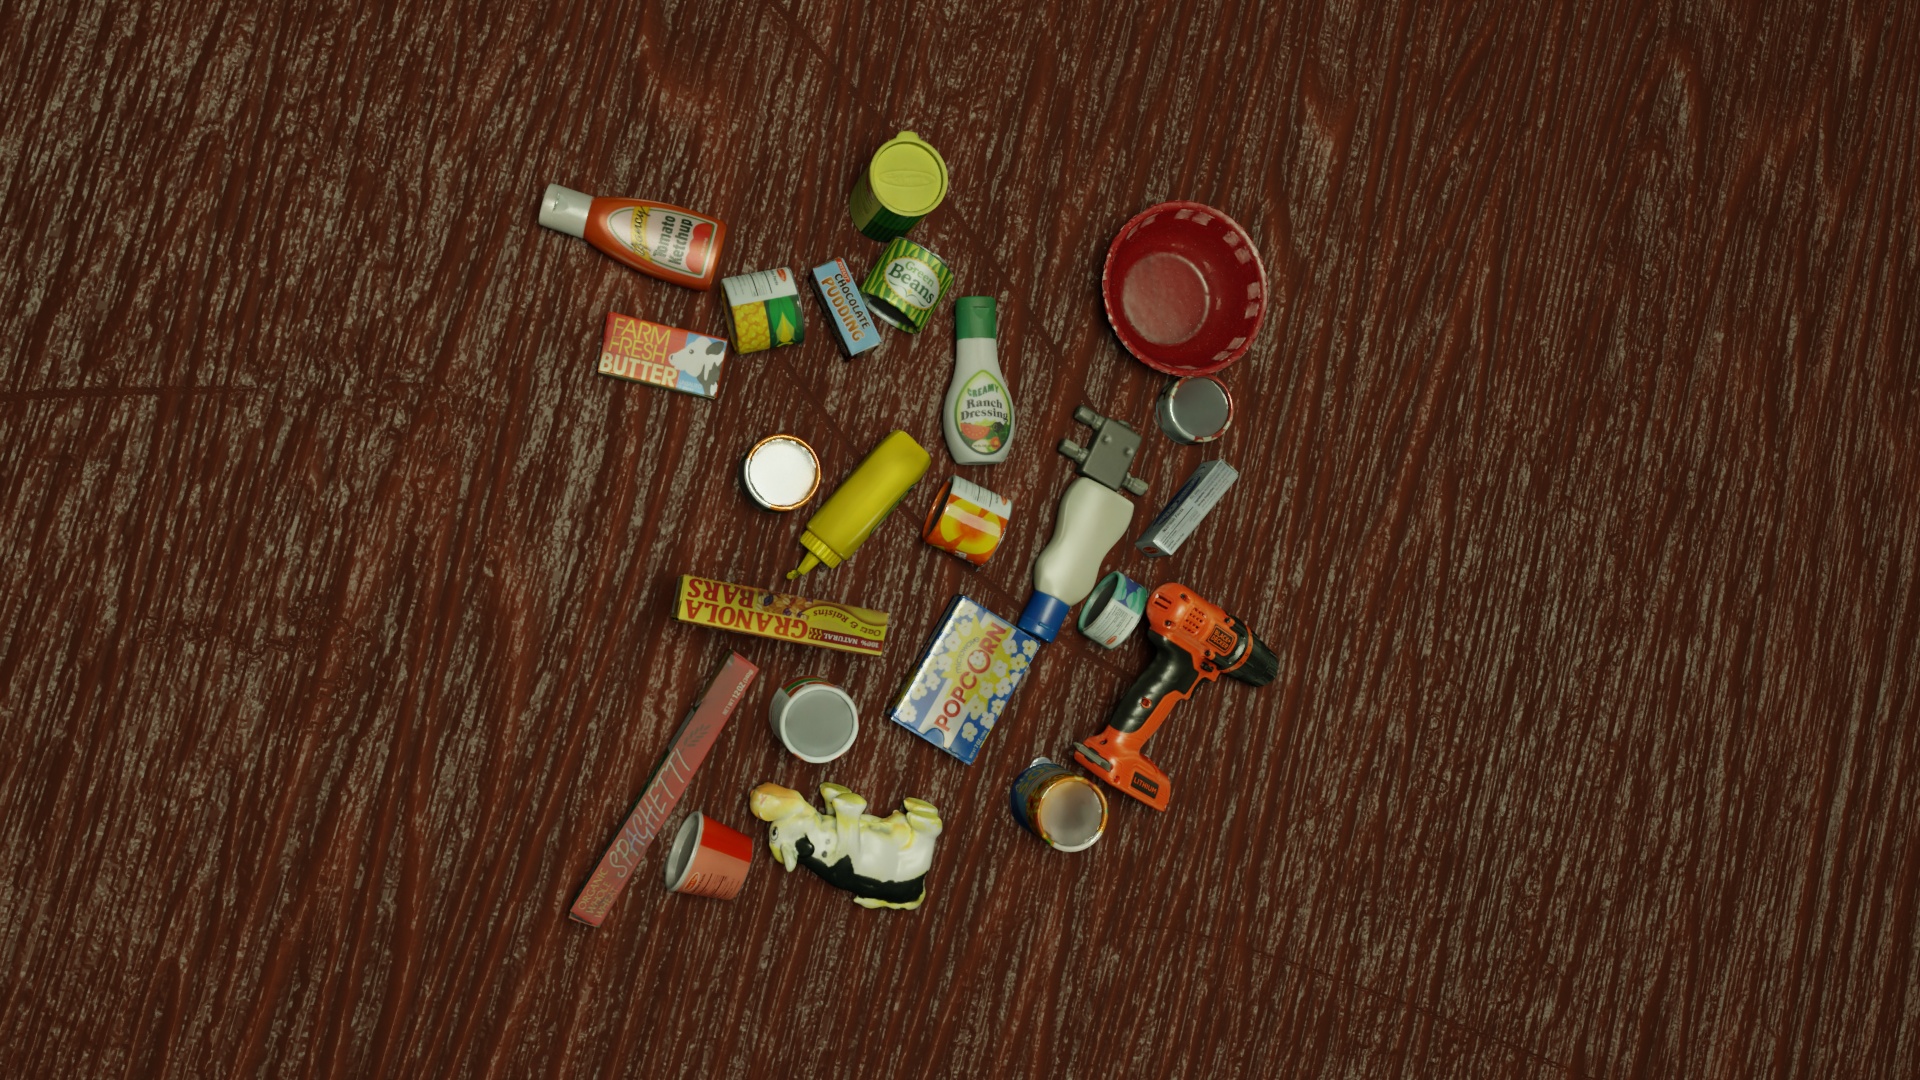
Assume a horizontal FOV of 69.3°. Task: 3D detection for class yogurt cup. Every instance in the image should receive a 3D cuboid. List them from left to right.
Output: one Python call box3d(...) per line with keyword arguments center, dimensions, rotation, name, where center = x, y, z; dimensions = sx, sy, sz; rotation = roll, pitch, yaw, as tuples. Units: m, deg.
box3d(center=(-0.209, 0.267, 1.161), dimensions=(0.054, 0.072, 0.072), rotation=(24, 83, -20), name="yogurt cup")

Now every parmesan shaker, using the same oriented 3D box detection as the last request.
box3d(center=(-0.055, -0.302, 1.195), dimensions=(0.071, 0.103, 0.071), rotation=(0, 89, -14), name="parmesan shaker")

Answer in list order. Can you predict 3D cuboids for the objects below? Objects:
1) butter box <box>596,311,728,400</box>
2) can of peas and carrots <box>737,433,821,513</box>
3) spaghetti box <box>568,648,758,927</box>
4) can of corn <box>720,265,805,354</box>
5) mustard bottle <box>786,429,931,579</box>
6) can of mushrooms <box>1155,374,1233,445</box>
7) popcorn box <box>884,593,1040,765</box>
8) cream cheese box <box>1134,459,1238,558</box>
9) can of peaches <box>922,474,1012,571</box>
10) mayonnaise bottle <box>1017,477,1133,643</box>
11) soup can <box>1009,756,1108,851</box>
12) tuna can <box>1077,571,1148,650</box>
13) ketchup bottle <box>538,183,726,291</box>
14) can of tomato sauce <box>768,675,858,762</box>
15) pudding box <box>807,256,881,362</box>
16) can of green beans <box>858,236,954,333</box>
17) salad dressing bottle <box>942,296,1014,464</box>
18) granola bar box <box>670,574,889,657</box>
box3d(center=(-0.253, -0.156, 1.181), dimensions=(0.103, 0.024, 0.053), rotation=(12, 86, -13), name="butter box")
box3d(center=(-0.153, -0.058, 1.186), dimensions=(0.071, 0.058, 0.071), rotation=(0, 89, -14), name="can of peas and carrots")
box3d(center=(-0.247, 0.204, 1.159), dimensions=(0.028, 0.050, 0.250), rotation=(33, 81, -10), name="spaghetti box")
box3d(center=(-0.169, -0.194, 1.184), dimensions=(0.058, 0.071, 0.071), rotation=(-13, 92, -13), name="can of corn")
box3d(center=(-0.092, -0.024, 1.201), dimensions=(0.049, 0.065, 0.160), rotation=(42, 85, -4), name="mustard bottle")
box3d(center=(0.221, -0.124, 1.295), dimensions=(0.071, 0.033, 0.071), rotation=(0, 88, -13), name="can of mushrooms")
box3d(center=(0.002, 0.122, 1.230), dimensions=(0.085, 0.038, 0.127), rotation=(33, 81, -12), name="popcorn box")
box3d(center=(0.208, -0.029, 1.279), dimensions=(0.024, 0.053, 0.104), rotation=(43, 79, -8), name="cream cheese box")
box3d(center=(0.004, -0.015, 1.221), dimensions=(0.058, 0.071, 0.071), rotation=(25, 83, -12), name="can of peaches")
box3d(center=(0.099, 0.020, 1.257), dimensions=(0.065, 0.041, 0.148), rotation=(28, 83, -10), name="mayonnaise bottle")
box3d(center=(0.085, 0.232, 1.225), dimensions=(0.071, 0.083, 0.071), rotation=(0, 88, -14), name="soup can")
box3d(center=(0.138, 0.062, 1.254), dimensions=(0.033, 0.071, 0.071), rotation=(33, 81, -10), name="tuna can")
box3d(center=(-0.276, -0.260, 1.169), dimensions=(0.149, 0.043, 0.065), rotation=(15, 85, -13), name="ketchup bottle")
box3d(center=(-0.123, 0.150, 1.175), dimensions=(0.071, 0.083, 0.071), rotation=(0, 89, -14), name="can of tomato sauce")
box3d(center=(-0.101, -0.200, 1.208), dimensions=(0.030, 0.049, 0.083), rotation=(-25, 95, -12), name="pudding box")
box3d(center=(-0.048, -0.222, 1.214), dimensions=(0.071, 0.071, 0.058), rotation=(33, 81, -11), name="can of green beans")
box3d(center=(0.015, -0.142, 1.239), dimensions=(0.064, 0.044, 0.147), rotation=(-2, 89, -15), name="salad dressing bottle")
box3d(center=(-0.153, 0.063, 1.149), dimensions=(0.166, 0.124, 0.039), rotation=(11, 85, -13), name="granola bar box")
